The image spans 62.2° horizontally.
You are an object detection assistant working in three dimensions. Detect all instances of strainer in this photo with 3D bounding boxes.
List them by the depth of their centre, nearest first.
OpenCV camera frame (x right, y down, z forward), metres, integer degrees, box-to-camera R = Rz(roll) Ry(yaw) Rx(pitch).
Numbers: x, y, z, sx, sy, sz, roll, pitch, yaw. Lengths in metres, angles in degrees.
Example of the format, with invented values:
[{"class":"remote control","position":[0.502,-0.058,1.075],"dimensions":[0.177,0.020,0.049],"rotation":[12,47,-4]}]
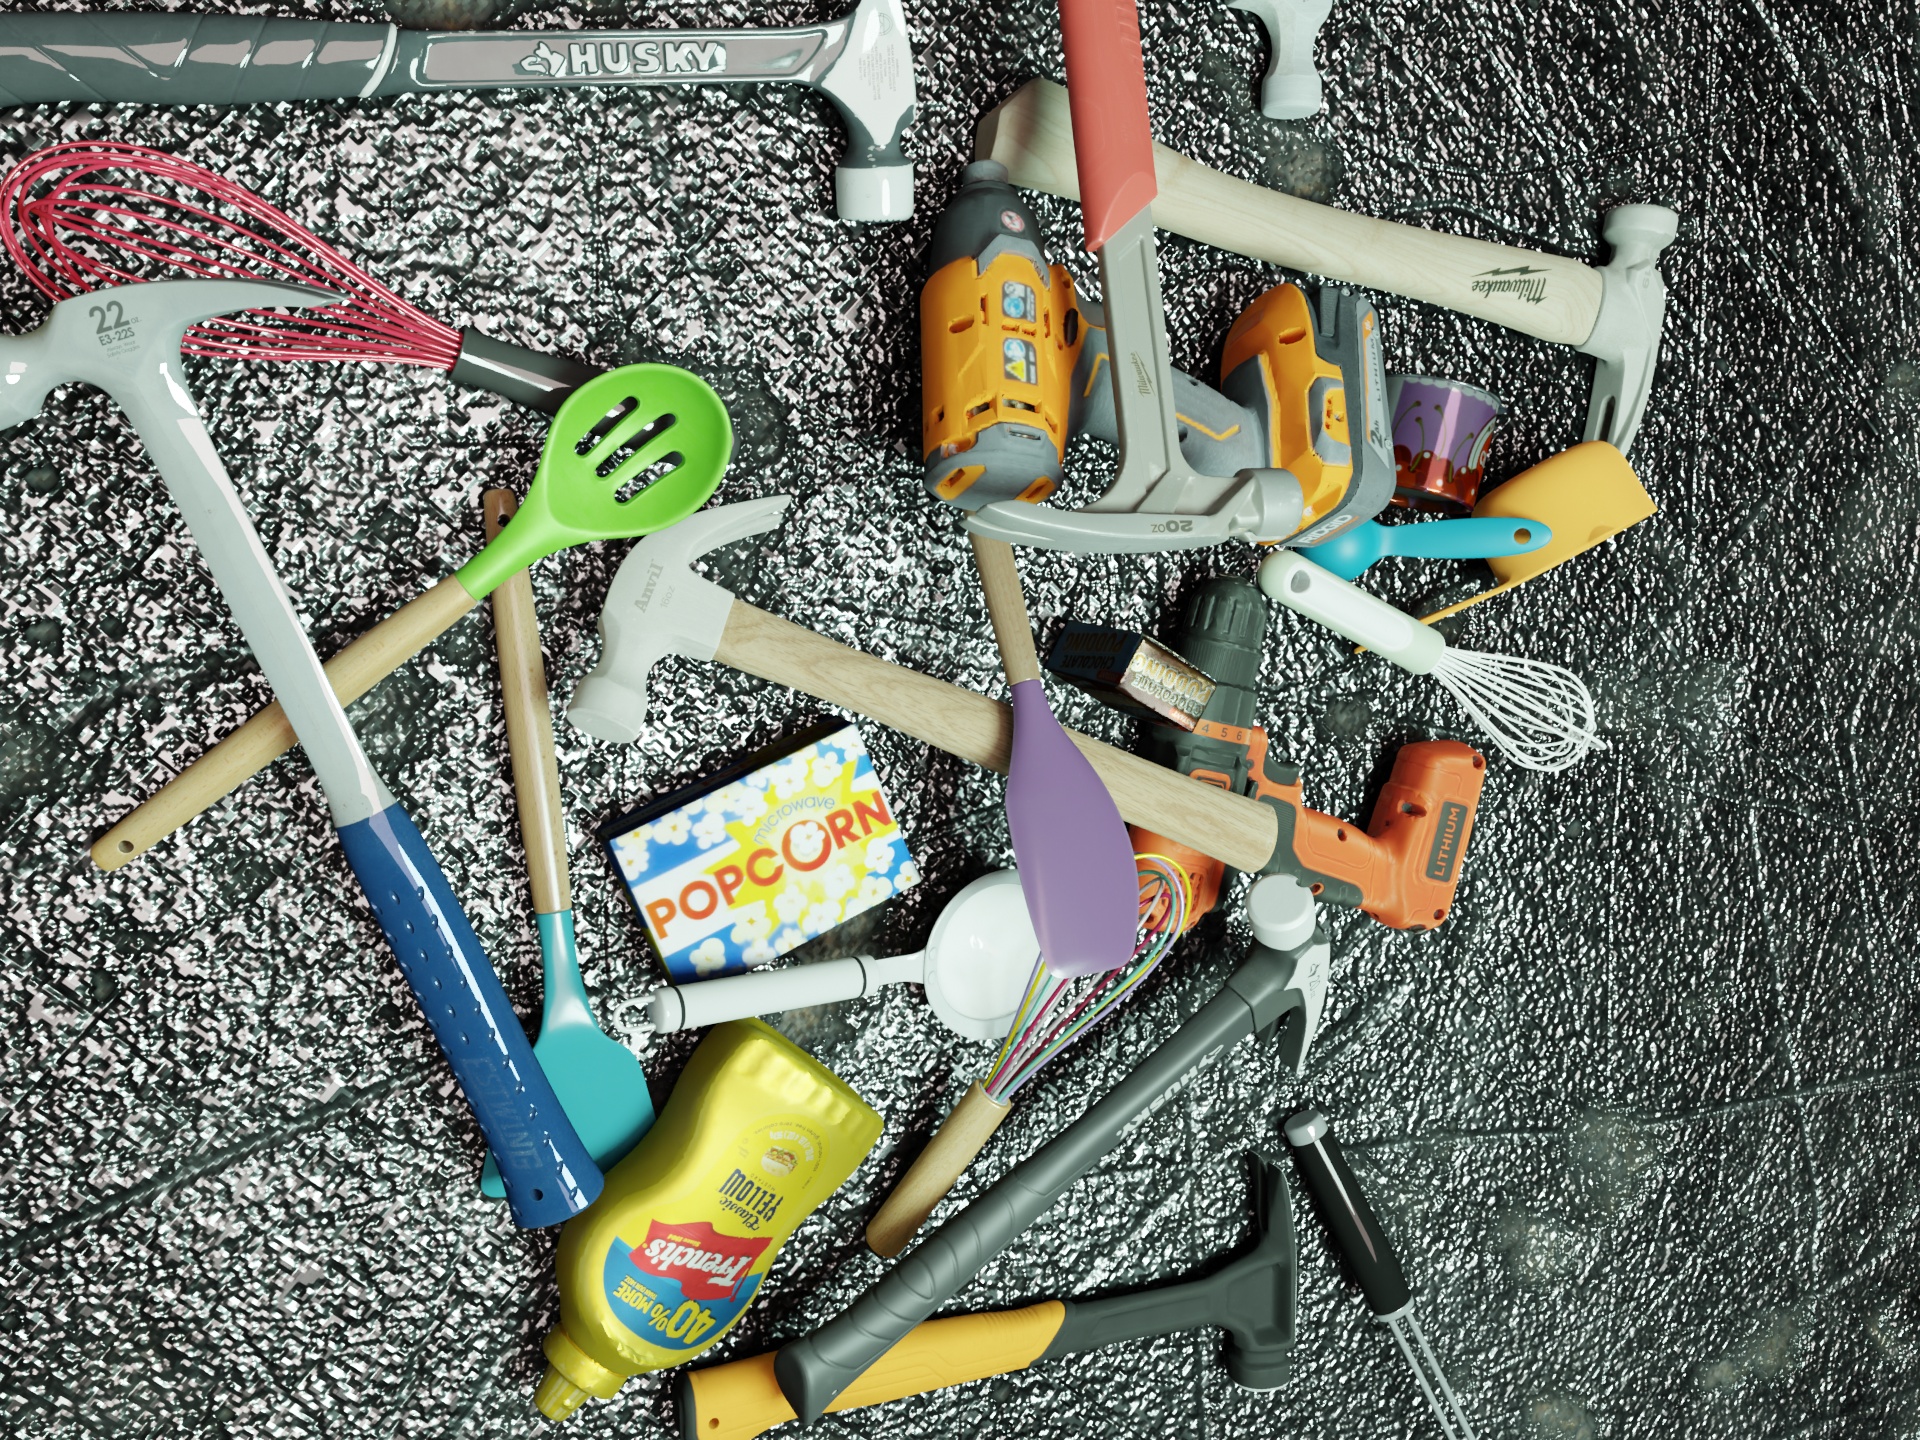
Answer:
[{"class":"strainer","position":[-0.040,0.115,0.736],"dimensions":[0.258,0.050,0.087],"rotation":[-4,104,-35]}]

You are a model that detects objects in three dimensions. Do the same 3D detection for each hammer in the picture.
[{"class":"hammer","position":[-0.233,0.025,0.625],"dimensions":[0.144,0.035,0.405],"rotation":[-20,108,1]},{"class":"hammer","position":[-0.214,-0.272,0.641],"dimensions":[0.409,0.036,0.149],"rotation":[-8,113,-18]},{"class":"hammer","position":[0.057,-0.248,0.679],"dimensions":[0.149,0.037,0.359],"rotation":[-2,81,-22]},{"class":"hammer","position":[-0.001,-0.002,0.727],"dimensions":[0.331,0.031,0.130],"rotation":[21,66,-15]},{"class":"hammer","position":[0.029,-0.366,0.741],"dimensions":[0.331,0.033,0.128],"rotation":[-1,97,-22]},{"class":"hammer","position":[0.049,0.216,0.769],"dimensions":[0.335,0.035,0.146],"rotation":[-38,143,-13]},{"class":"hammer","position":[0.022,0.308,0.808],"dimensions":[0.336,0.034,0.127],"rotation":[-4,98,-22]},{"class":"hammer","position":[0.198,-0.236,0.822],"dimensions":[0.410,0.038,0.146],"rotation":[8,94,-22]}]

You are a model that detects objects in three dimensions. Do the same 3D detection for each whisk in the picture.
[{"class":"whisk","position":[-0.226,-0.157,0.650],"dimensions":[0.295,0.073,0.073],"rotation":[15,90,-29]},{"class":"whisk","position":[0.031,0.164,0.761],"dimensions":[0.047,0.051,0.245],"rotation":[23,107,-46]},{"class":"whisk","position":[0.250,-0.032,0.832],"dimensions":[0.246,0.059,0.058],"rotation":[23,94,-26]}]

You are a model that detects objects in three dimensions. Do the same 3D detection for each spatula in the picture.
[{"class":"spatula","position":[-0.187,0.058,0.705],"dimensions":[0.082,0.044,0.317],"rotation":[-7,93,-20]},{"class":"spatula","position":[0.025,-0.041,0.723],"dimensions":[0.059,0.018,0.316],"rotation":[-8,77,-27]}]

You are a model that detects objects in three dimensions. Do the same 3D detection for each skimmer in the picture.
[{"class":"skimmer","position":[0.260,0.381,0.915],"dimensions":[0.127,0.090,0.363],"rotation":[-28,95,-14]}]

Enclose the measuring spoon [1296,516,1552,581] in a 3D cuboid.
[{"class":"measuring spoon","position":[0.238,-0.094,0.821],"dimensions":[0.128,0.021,0.042],"rotation":[-1,95,15]}]

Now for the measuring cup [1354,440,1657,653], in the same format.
[{"class":"measuring cup","position":[0.282,-0.094,0.858],"dimensions":[0.173,0.095,0.052],"rotation":[-26,84,5]}]

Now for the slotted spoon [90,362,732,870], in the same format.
[{"class":"slotted spoon","position":[-0.227,-0.041,0.658],"dimensions":[0.314,0.031,0.070],"rotation":[-39,117,-6]}]

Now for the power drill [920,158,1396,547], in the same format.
[{"class":"power drill","position":[0.087,-0.170,0.744],"dimensions":[0.226,0.084,0.164],"rotation":[5,72,-25]}]
